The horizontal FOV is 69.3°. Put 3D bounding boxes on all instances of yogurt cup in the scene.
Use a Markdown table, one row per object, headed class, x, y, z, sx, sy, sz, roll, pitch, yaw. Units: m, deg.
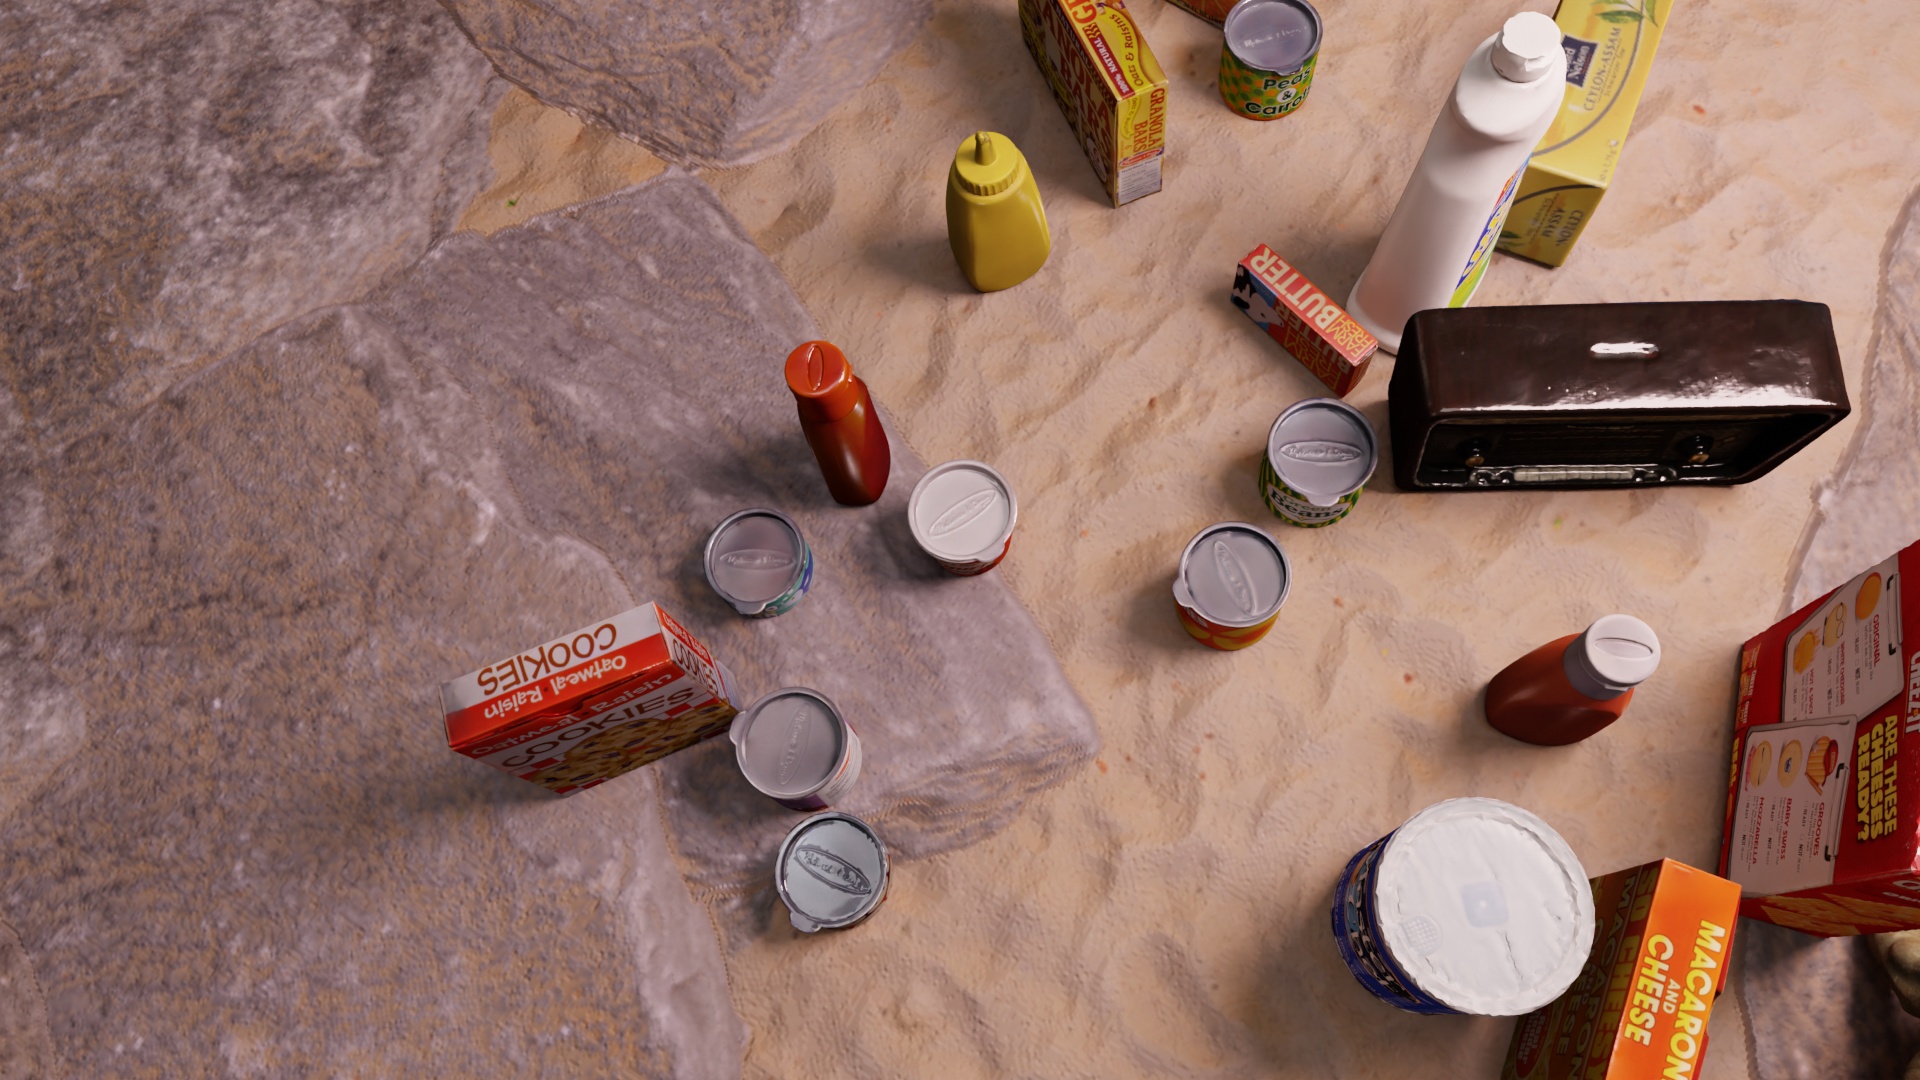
| class | x | y | z | sx | sy | sz | roll | pitch | yaw |
| --- | --- | --- | --- | --- | --- | --- | --- | --- | --- |
| yogurt cup | 0.003 | -0.011 | 0.873 | 0.072 | 0.053 | 0.072 | -2 | 71 | 5 |

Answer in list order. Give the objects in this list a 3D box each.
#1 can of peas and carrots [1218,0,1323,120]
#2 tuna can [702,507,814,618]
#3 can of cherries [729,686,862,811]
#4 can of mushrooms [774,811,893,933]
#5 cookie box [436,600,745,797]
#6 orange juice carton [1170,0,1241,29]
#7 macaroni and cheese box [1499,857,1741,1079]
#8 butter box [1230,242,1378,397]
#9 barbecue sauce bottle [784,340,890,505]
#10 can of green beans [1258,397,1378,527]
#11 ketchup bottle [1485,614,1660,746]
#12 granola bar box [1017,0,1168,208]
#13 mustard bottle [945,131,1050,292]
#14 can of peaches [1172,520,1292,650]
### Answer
| class | x | y | z | sx | sy | sz | roll | pitch | yaw |
| --- | --- | --- | --- | --- | --- | --- | --- | --- | --- |
| can of peas and carrots | 0.215 | -0.333 | 0.964 | 0.071 | 0.058 | 0.071 | -2 | 71 | 5 |
| tuna can | -0.128 | 0.017 | 0.888 | 0.071 | 0.032 | 0.071 | -2 | 71 | 5 |
| can of cherries | -0.098 | 0.125 | 0.833 | 0.071 | 0.058 | 0.071 | -2 | 71 | 5 |
| can of mushrooms | -0.075 | 0.197 | 0.819 | 0.071 | 0.033 | 0.071 | -2 | 71 | 5 |
| cookie box | -0.203 | 0.096 | 0.796 | 0.123 | 0.167 | 0.040 | -22 | 71 | -2 |
| orange juice carton | 0.188 | -0.438 | 0.932 | 0.072 | 0.192 | 0.073 | 34 | 78 | 15 |
| macaroni and cheese box | 0.327 | 0.231 | 0.697 | 0.040 | 0.166 | 0.124 | 21 | 74 | 12 |
| butter box | 0.221 | -0.142 | 0.899 | 0.024 | 0.053 | 0.103 | -41 | 72 | -8 |
| barbecue sauce bottle | -0.074 | -0.074 | 0.853 | 0.044 | 0.148 | 0.065 | -2 | 71 | 5 |
| can of green beans | 0.221 | -0.047 | 0.863 | 0.071 | 0.057 | 0.071 | -2 | 71 | 5 |
| ketchup bottle | 0.337 | 0.078 | 0.760 | 0.065 | 0.148 | 0.043 | 8 | 72 | 8 |
| granola bar box | 0.086 | -0.327 | 0.939 | 0.039 | 0.124 | 0.166 | -23 | 70 | -2 |
| mustard bottle | 0.022 | -0.217 | 0.888 | 0.065 | 0.159 | 0.049 | -23 | 71 | -2 |
| can of peaches | 0.161 | 0.029 | 0.842 | 0.071 | 0.058 | 0.071 | -2 | 71 | 5 |
